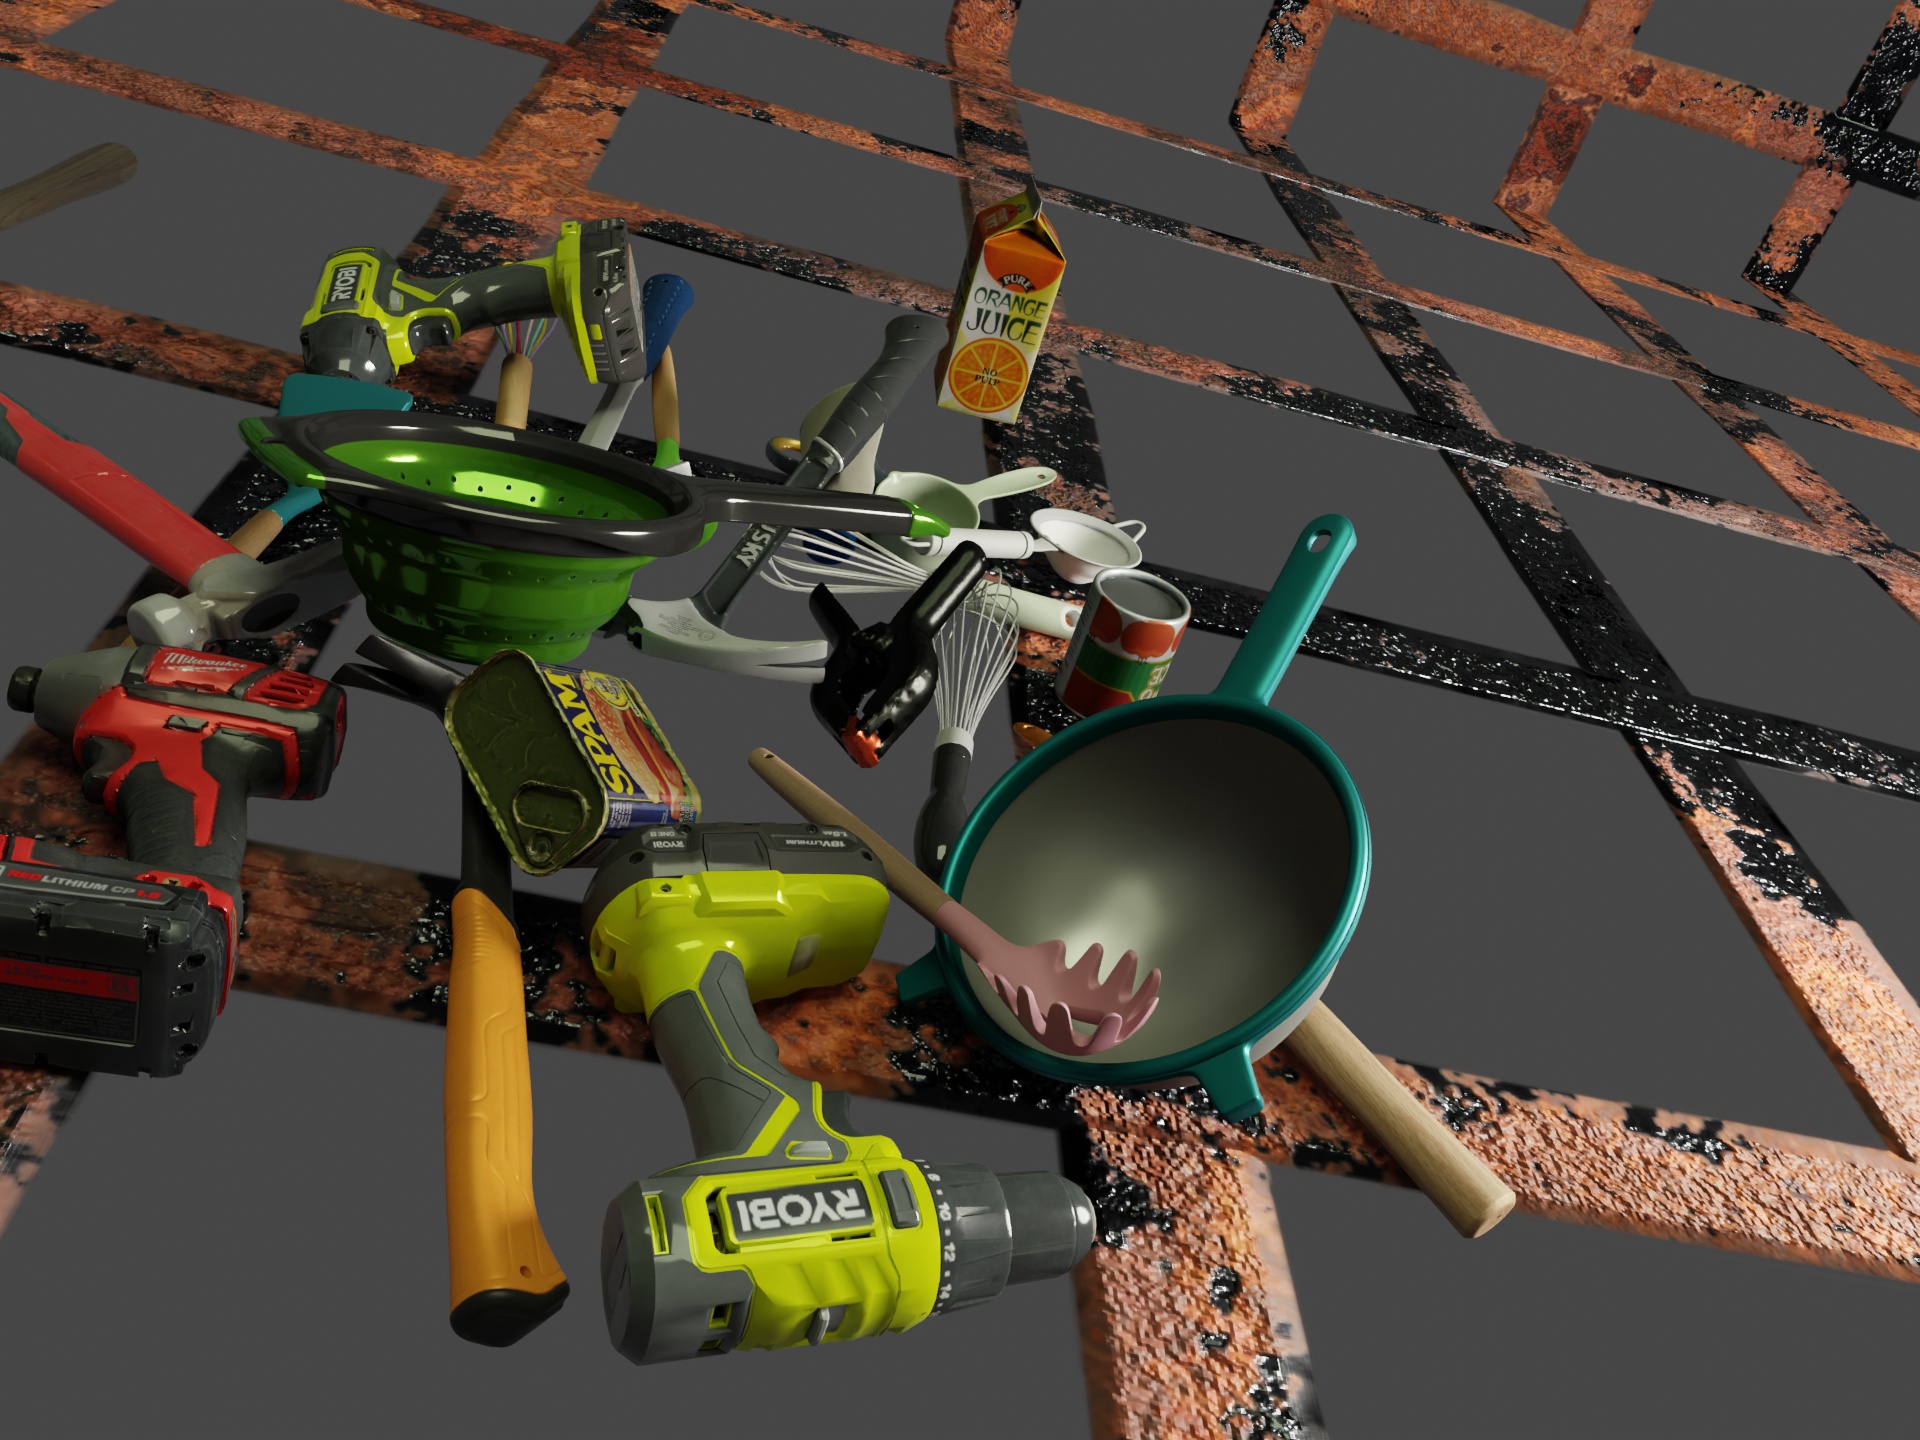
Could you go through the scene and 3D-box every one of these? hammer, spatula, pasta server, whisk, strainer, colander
[{"bbox_3d":[-0.485,-0.149,0.881,0.386,0.038,0.143,30,43,24],"label":"hammer"},{"bbox_3d":[-0.403,-0.111,0.895,0.082,0.044,0.318,10,35,-1],"label":"spatula"},{"bbox_3d":[-0.205,0.098,0.667,0.127,0.034,0.337,34,24,-38],"label":"hammer"},{"bbox_3d":[-0.021,0.074,0.761,0.060,0.040,0.316,-12,29,-33],"label":"pasta server"},{"bbox_3d":[-0.026,-0.092,1.065,0.246,0.059,0.058,14,77,-15],"label":"whisk"},{"bbox_3d":[0.131,0.047,0.792,0.211,0.095,0.340,11,57,37],"label":"strainer"},{"bbox_3d":[-0.003,-0.004,0.938,0.070,0.070,0.285,16,37,-6],"label":"whisk"},{"bbox_3d":[-0.237,-0.241,1.145,0.144,0.035,0.406,-1,34,2],"label":"hammer"},{"bbox_3d":[-0.174,-0.086,0.855,0.397,0.094,0.205,-1,23,-39],"label":"colander"},{"bbox_3d":[0.045,-0.121,1.109,0.087,0.050,0.258,40,27,31],"label":"strainer"},{"bbox_3d":[0.157,0.134,0.836,0.130,0.031,0.332,-11,44,-38],"label":"hammer"},{"bbox_3d":[-0.089,-0.162,1.033,0.149,0.036,0.409,19,44,9],"label":"hammer"},{"bbox_3d":[-0.645,-0.334,1.055,0.146,0.038,0.411,-18,29,11],"label":"hammer"},{"bbox_3d":[-0.330,-0.275,1.176,0.051,0.047,0.245,-6,41,-6],"label":"whisk"}]

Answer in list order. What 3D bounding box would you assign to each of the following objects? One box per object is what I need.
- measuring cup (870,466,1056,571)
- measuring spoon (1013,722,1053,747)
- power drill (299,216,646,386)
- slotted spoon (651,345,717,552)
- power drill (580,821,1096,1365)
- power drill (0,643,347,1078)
[{"bbox_3d":[0.005,-0.151,1.152,0.167,0.038,0.083,-22,58,-38],"label":"measuring cup"},{"bbox_3d":[0.062,0.016,0.941,0.021,0.011,0.117,-2,17,-27],"label":"measuring spoon"},{"bbox_3d":[-0.336,-0.276,1.100,0.223,0.080,0.171,-9,43,-5],"label":"power drill"},{"bbox_3d":[-0.215,-0.211,1.155,0.070,0.031,0.314,6,34,-16],"label":"slotted spoon"},{"bbox_3d":[-0.061,0.148,0.663,0.190,0.080,0.229,1,40,-24],"label":"power drill"},{"bbox_3d":[-0.355,0.041,0.673,0.143,0.078,0.220,12,30,-14],"label":"power drill"}]
